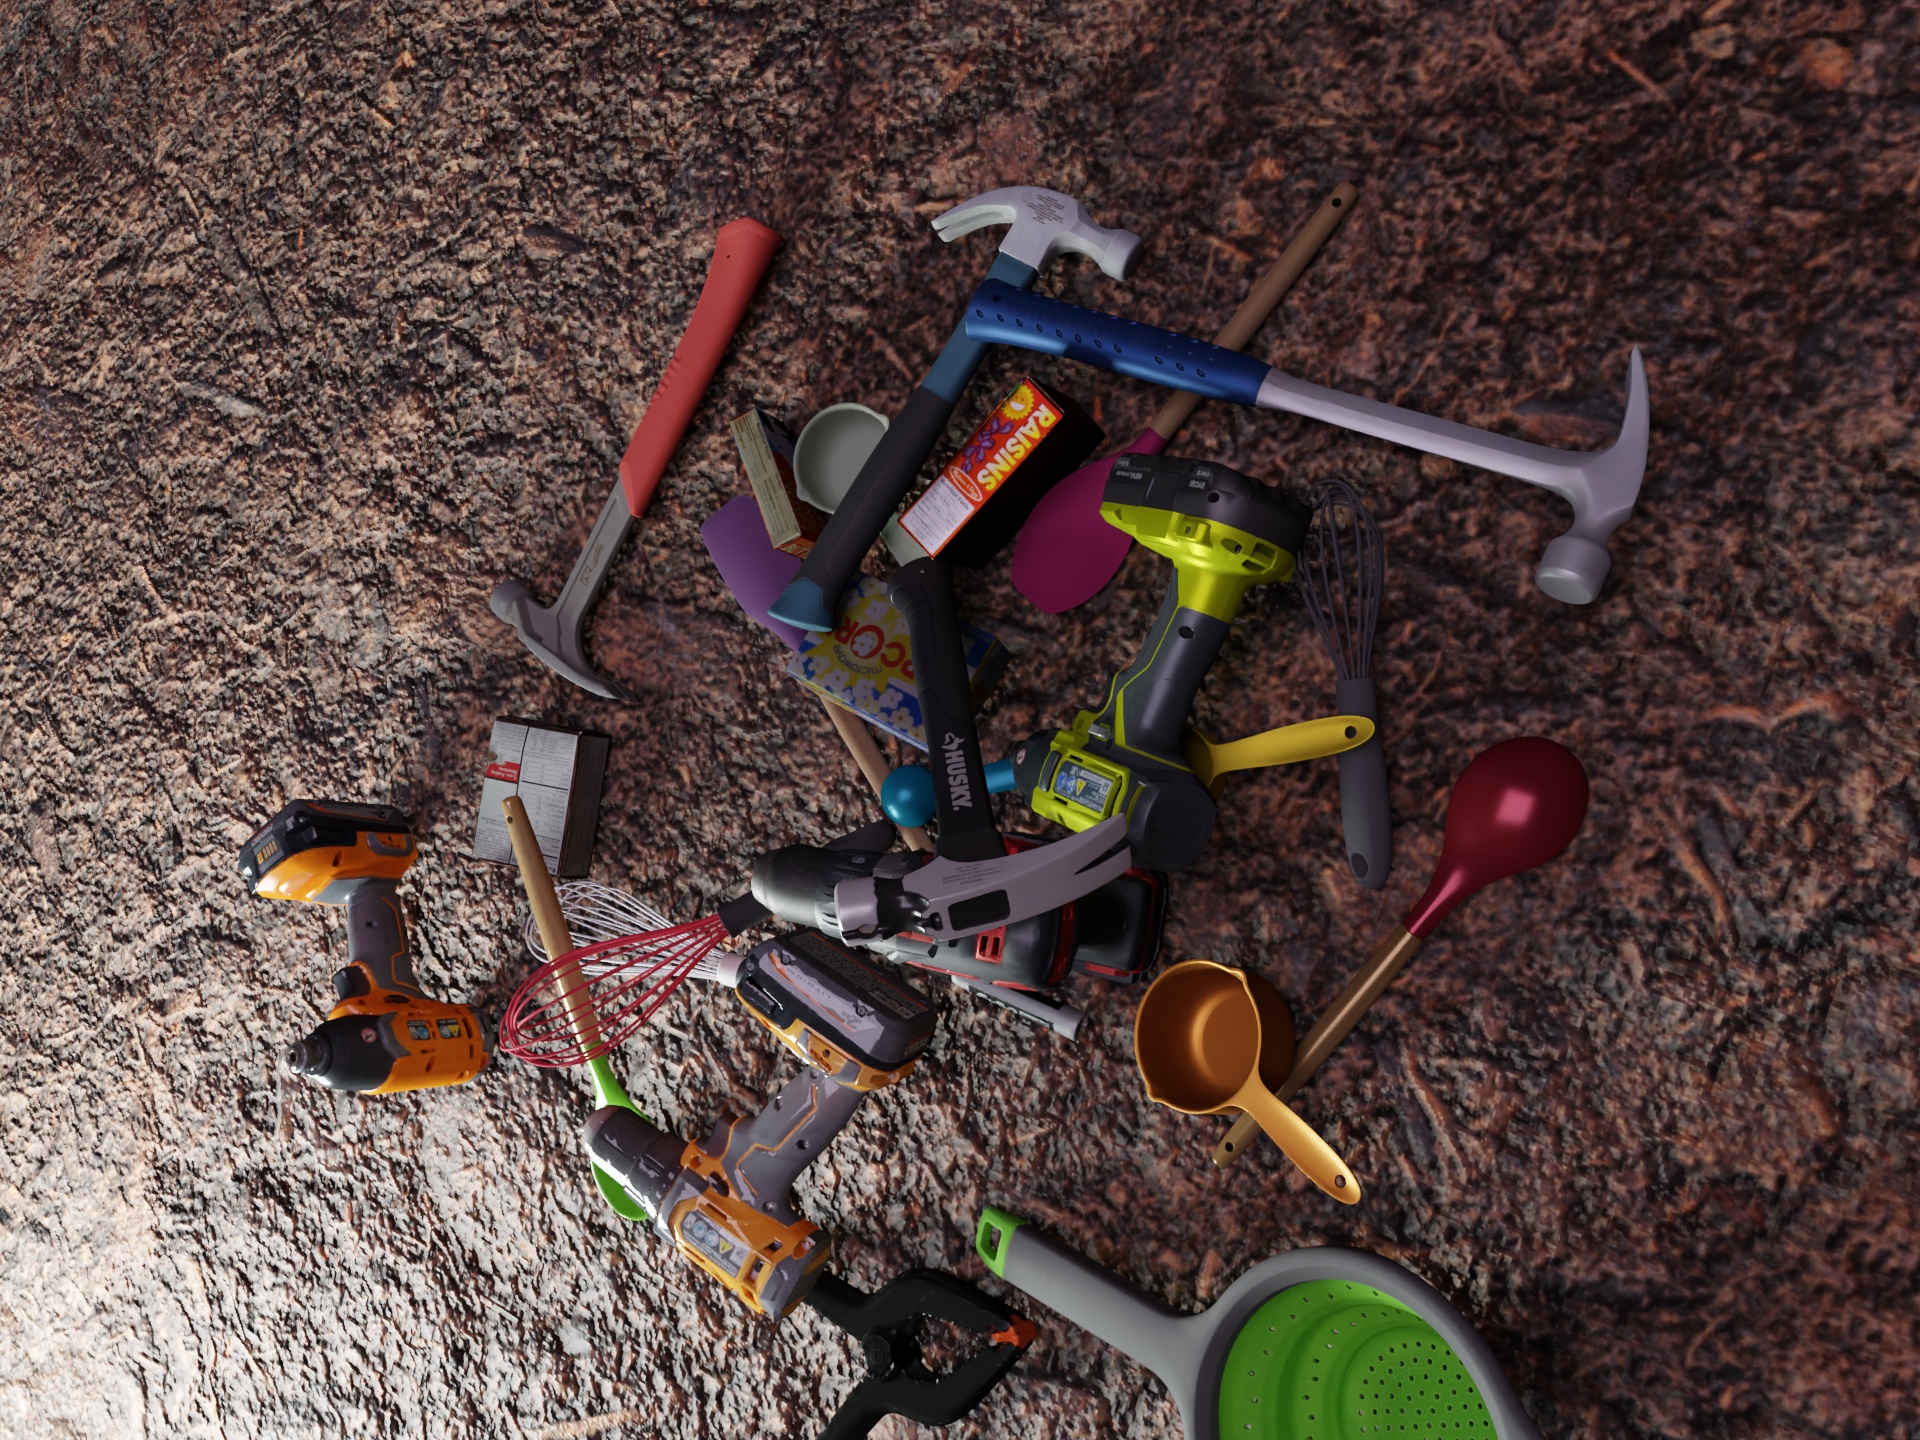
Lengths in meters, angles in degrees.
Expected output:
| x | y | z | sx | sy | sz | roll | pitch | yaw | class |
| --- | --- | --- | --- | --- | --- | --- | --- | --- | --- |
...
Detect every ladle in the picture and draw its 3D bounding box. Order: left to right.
| x | y | z | sx | sy | sz | roll | pitch | yaw | class |
| --- | --- | --- | --- | --- | --- | --- | --- | --- | --- |
| 0.242 | 0.139 | 0.909 | 0.069 | 0.031 | 0.315 | 42 | 106 | 26 | ladle |

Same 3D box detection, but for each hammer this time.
| x | y | z | sx | sy | sz | roll | pitch | yaw | class |
| --- | --- | --- | --- | --- | --- | --- | --- | --- | --- |
| -0.220 | -0.197 | 1.169 | 0.149 | 0.036 | 0.359 | 34 | 101 | 25 | hammer |
| -0.021 | -0.199 | 1.035 | 0.128 | 0.033 | 0.331 | 33 | 93 | 16 | hammer |
| -0.001 | -0.003 | 0.896 | 0.146 | 0.335 | 0.035 | -11 | 125 | 1 | hammer |
| 0.189 | -0.194 | 0.921 | 0.406 | 0.035 | 0.144 | 22 | 77 | 23 | hammer |

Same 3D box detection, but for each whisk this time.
| x | y | z | sx | sy | sz | roll | pitch | yaw | class |
| --- | --- | --- | --- | --- | --- | --- | --- | --- | --- |
| -0.185 | 0.167 | 1.110 | 0.285 | 0.070 | 0.070 | 12 | 91 | 23 | whisk |
| -0.173 | 0.145 | 1.057 | 0.296 | 0.073 | 0.073 | -29 | 71 | -4 | whisk |
| 0.226 | -0.021 | 0.922 | 0.055 | 0.055 | 0.239 | -6 | 87 | 27 | whisk |

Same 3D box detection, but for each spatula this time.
| x | y | z | sx | sy | sz | roll | pitch | yaw | class |
| --- | --- | --- | --- | --- | --- | --- | --- | --- | --- |
| -0.093 | -0.030 | 1.099 | 0.060 | 0.018 | 0.316 | -35 | 70 | 12 | spatula |

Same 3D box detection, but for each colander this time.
| x | y | z | sx | sy | sz | roll | pitch | yaw | class |
| --- | --- | --- | --- | --- | --- | --- | --- | --- | --- |
| 0.171 | 0.366 | 0.900 | 0.397 | 0.094 | 0.204 | 16 | 93 | 45 | colander |

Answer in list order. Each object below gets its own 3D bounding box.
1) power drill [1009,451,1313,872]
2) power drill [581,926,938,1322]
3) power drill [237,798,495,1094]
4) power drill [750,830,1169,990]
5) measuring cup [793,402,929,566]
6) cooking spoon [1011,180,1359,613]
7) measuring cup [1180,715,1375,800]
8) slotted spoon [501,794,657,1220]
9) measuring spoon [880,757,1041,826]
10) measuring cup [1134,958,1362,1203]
| x | y | z | sx | sy | sz | roll | pitch | yaw | class |
| --- | --- | --- | --- | --- | --- | --- | --- | --- | --- |
| 0.107 | -0.038 | 0.939 | 0.171 | 0.080 | 0.223 | 24 | 94 | 59 | power drill |
| -0.136 | 0.244 | 1.027 | 0.185 | 0.084 | 0.226 | 30 | 101 | 18 | power drill |
| -0.454 | 0.172 | 1.186 | 0.084 | 0.164 | 0.227 | -37 | 68 | 20 | power drill |
| 0.007 | 0.105 | 0.917 | 0.188 | 0.226 | 0.080 | 8 | 89 | 27 | power drill |
| -0.048 | -0.140 | 1.077 | 0.083 | 0.038 | 0.168 | -39 | 74 | 15 | measuring cup |
| 0.141 | -0.200 | 0.995 | 0.069 | 0.017 | 0.319 | 42 | 105 | 14 | cooking spoon |
| 0.175 | 0.021 | 0.939 | 0.156 | 0.029 | 0.062 | -14 | 74 | 34 | measuring cup |
| -0.264 | 0.201 | 1.110 | 0.070 | 0.031 | 0.313 | -11 | 101 | 25 | slotted spoon |
| 0.006 | 0.039 | 1.030 | 0.128 | 0.021 | 0.042 | -13 | 76 | 16 | measuring spoon |
| 0.174 | 0.208 | 0.900 | 0.174 | 0.052 | 0.095 | 44 | 108 | 40 | measuring cup |
